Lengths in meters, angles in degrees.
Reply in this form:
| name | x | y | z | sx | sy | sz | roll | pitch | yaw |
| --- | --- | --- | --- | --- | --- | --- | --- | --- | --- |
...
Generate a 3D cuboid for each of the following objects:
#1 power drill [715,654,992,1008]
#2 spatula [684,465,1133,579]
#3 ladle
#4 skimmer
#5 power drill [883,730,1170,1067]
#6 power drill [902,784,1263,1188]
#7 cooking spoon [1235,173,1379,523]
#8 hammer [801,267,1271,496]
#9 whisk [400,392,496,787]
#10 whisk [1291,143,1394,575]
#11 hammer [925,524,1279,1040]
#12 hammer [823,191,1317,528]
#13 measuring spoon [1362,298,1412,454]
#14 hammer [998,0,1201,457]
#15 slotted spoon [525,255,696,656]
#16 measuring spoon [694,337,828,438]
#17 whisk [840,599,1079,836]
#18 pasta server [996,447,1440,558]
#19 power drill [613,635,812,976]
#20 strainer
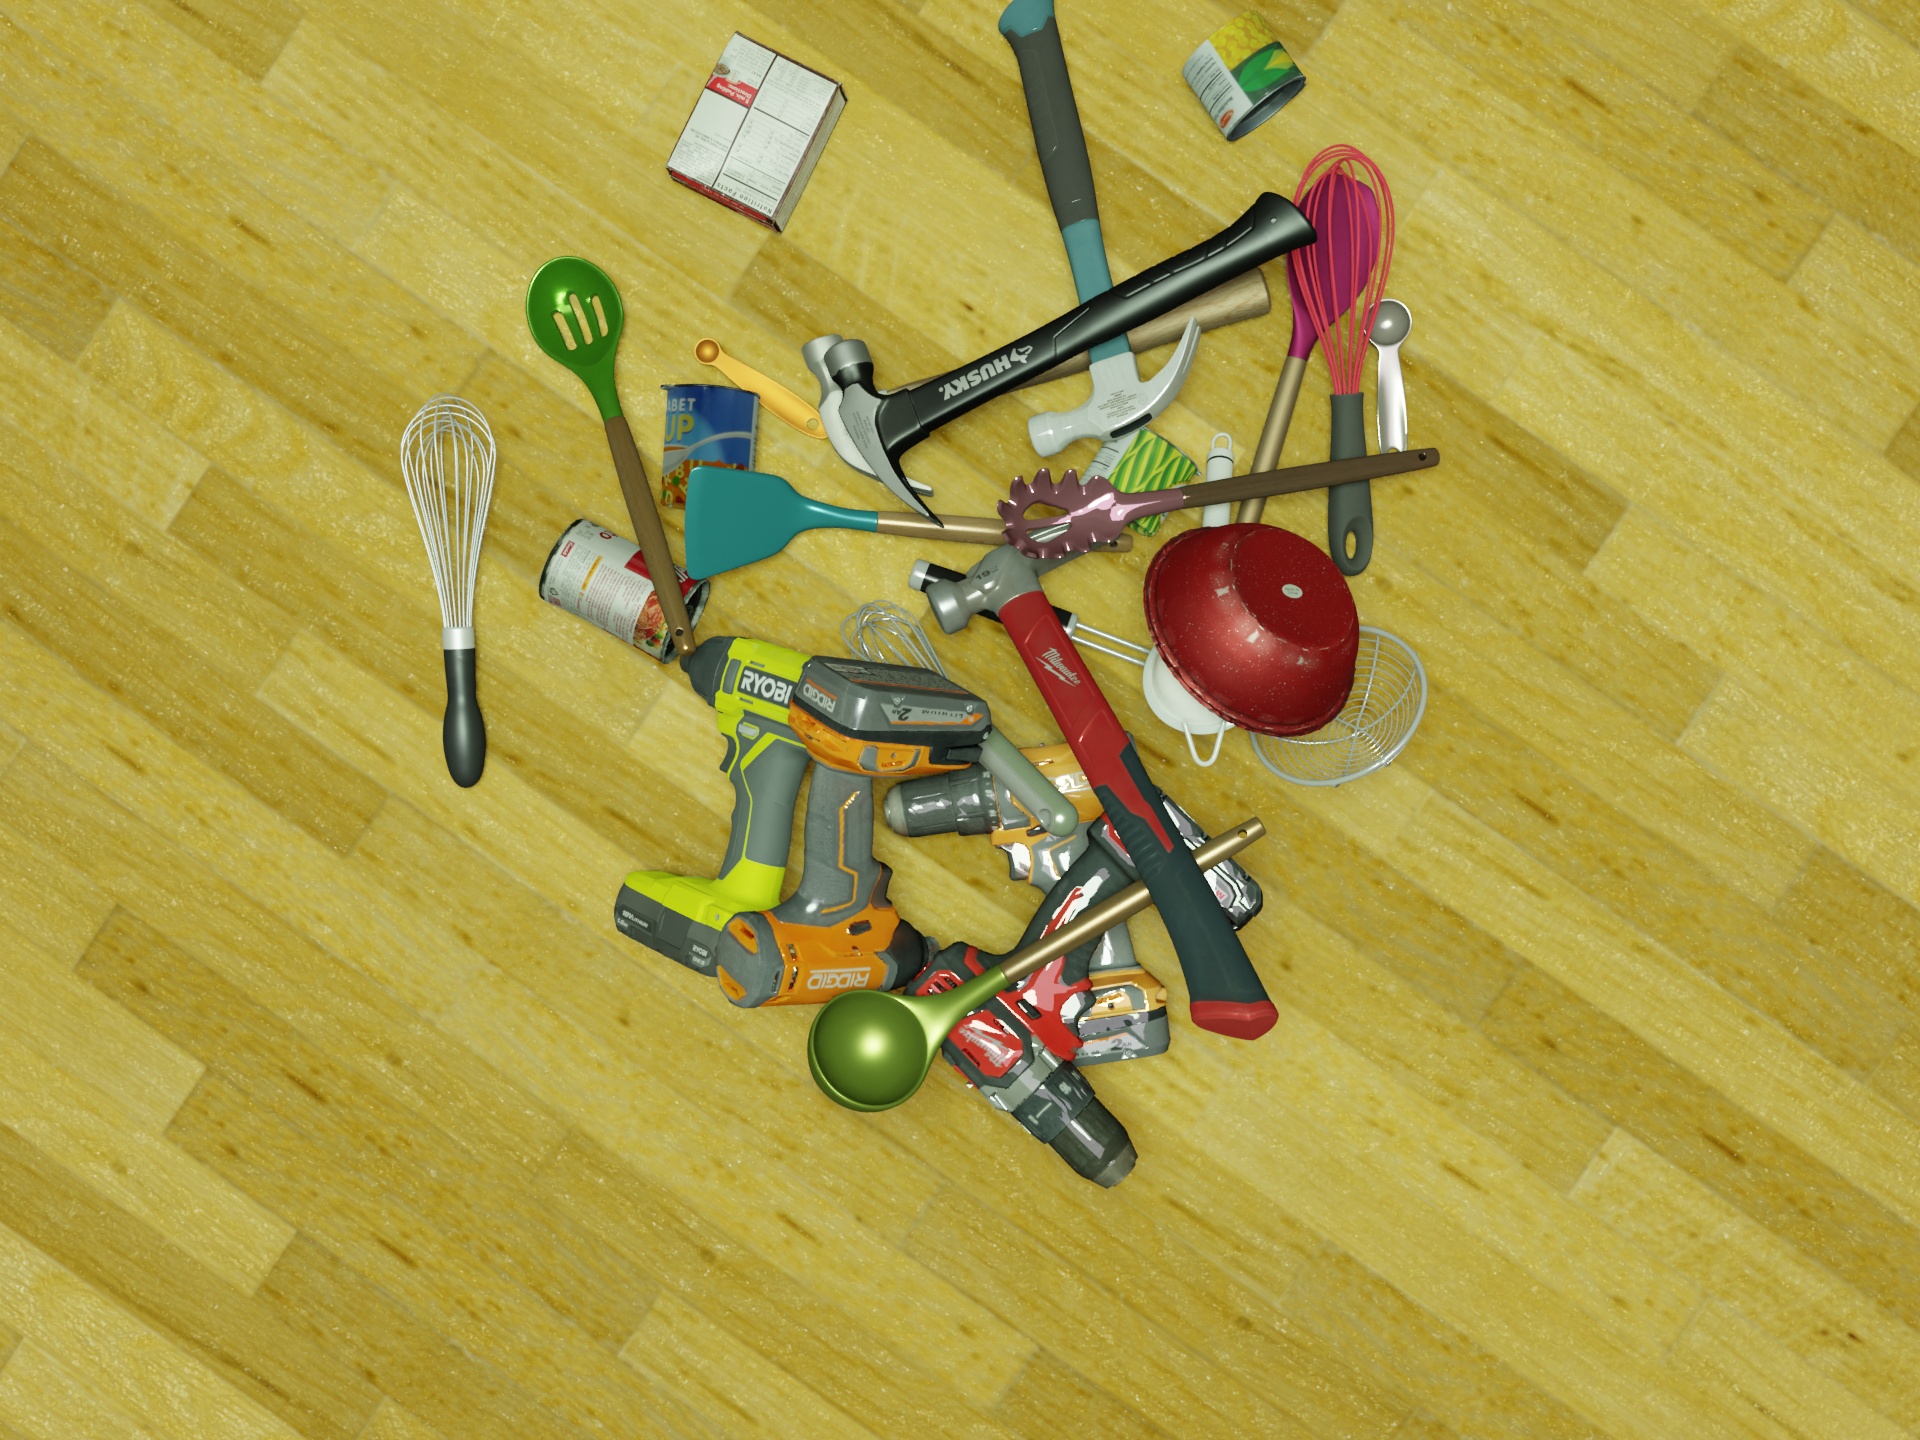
| name | x | y | z | sx | sy | sz | roll | pitch | yaw |
| --- | --- | --- | --- | --- | --- | --- | --- | --- | --- |
| power drill | -0.058 | 0.080 | 1.039 | 0.164 | 0.084 | 0.226 | 6 | 107 | -40 |
| spatula | -0.033 | -0.133 | 1.127 | 0.317 | 0.044 | 0.082 | 4 | 113 | -5 |
| ladle | 0.049 | 0.144 | 0.988 | 0.320 | 0.062 | 0.078 | -31 | 74 | 3 |
| skimmer | 0.138 | -0.055 | 1.111 | 0.363 | 0.090 | 0.127 | 20 | 70 | 3 |
| power drill | 0.050 | 0.129 | 1.126 | 0.185 | 0.084 | 0.226 | -9 | 86 | 2 |
| power drill | 0.097 | 0.172 | 1.042 | 0.226 | 0.080 | 0.188 | -45 | 81 | 0 |
| cooking spoon | 0.233 | -0.234 | 1.140 | 0.068 | 0.017 | 0.319 | 16 | 92 | -13 |
| hammer | 0.061 | -0.256 | 1.140 | 0.331 | 0.031 | 0.130 | -17 | 90 | 2 |
| whisk | -0.365 | -0.092 | 1.147 | 0.070 | 0.070 | 0.284 | -1 | 96 | 2 |
| whisk | 0.270 | -0.248 | 1.110 | 0.073 | 0.073 | 0.295 | -4 | 102 | 2 |
| hammer | 0.111 | 0.024 | 1.005 | 0.143 | 0.038 | 0.387 | -25 | 55 | -2 |
| hammer | 0.077 | -0.254 | 1.062 | 0.335 | 0.035 | 0.146 | -24 | 77 | 13 |
| measuring spoon | 0.307 | -0.239 | 1.142 | 0.034 | 0.018 | 0.124 | -4 | 98 | 6 |
| hammer | 0.079 | -0.355 | 1.108 | 0.128 | 0.033 | 0.331 | -14 | 80 | 14 |
| slotted spoon | -0.238 | -0.187 | 1.120 | 0.070 | 0.031 | 0.314 | -21 | 75 | 3 |
| measuring spoon | -0.144 | -0.240 | 1.160 | 0.117 | 0.011 | 0.021 | 34 | 89 | -2 |
| whisk | -0.002 | -0.003 | 1.090 | 0.247 | 0.059 | 0.057 | 45 | 136 | 32 |
| pasta server | 0.177 | -0.156 | 1.077 | 0.316 | 0.040 | 0.060 | -10 | 87 | -7 |
| power drill | -0.157 | 0.055 | 1.113 | 0.171 | 0.080 | 0.223 | 18 | 92 | 37 |
| strainer | 0.171 | -0.095 | 1.091 | 0.087 | 0.050 | 0.259 | -2 | 61 | 20 |
